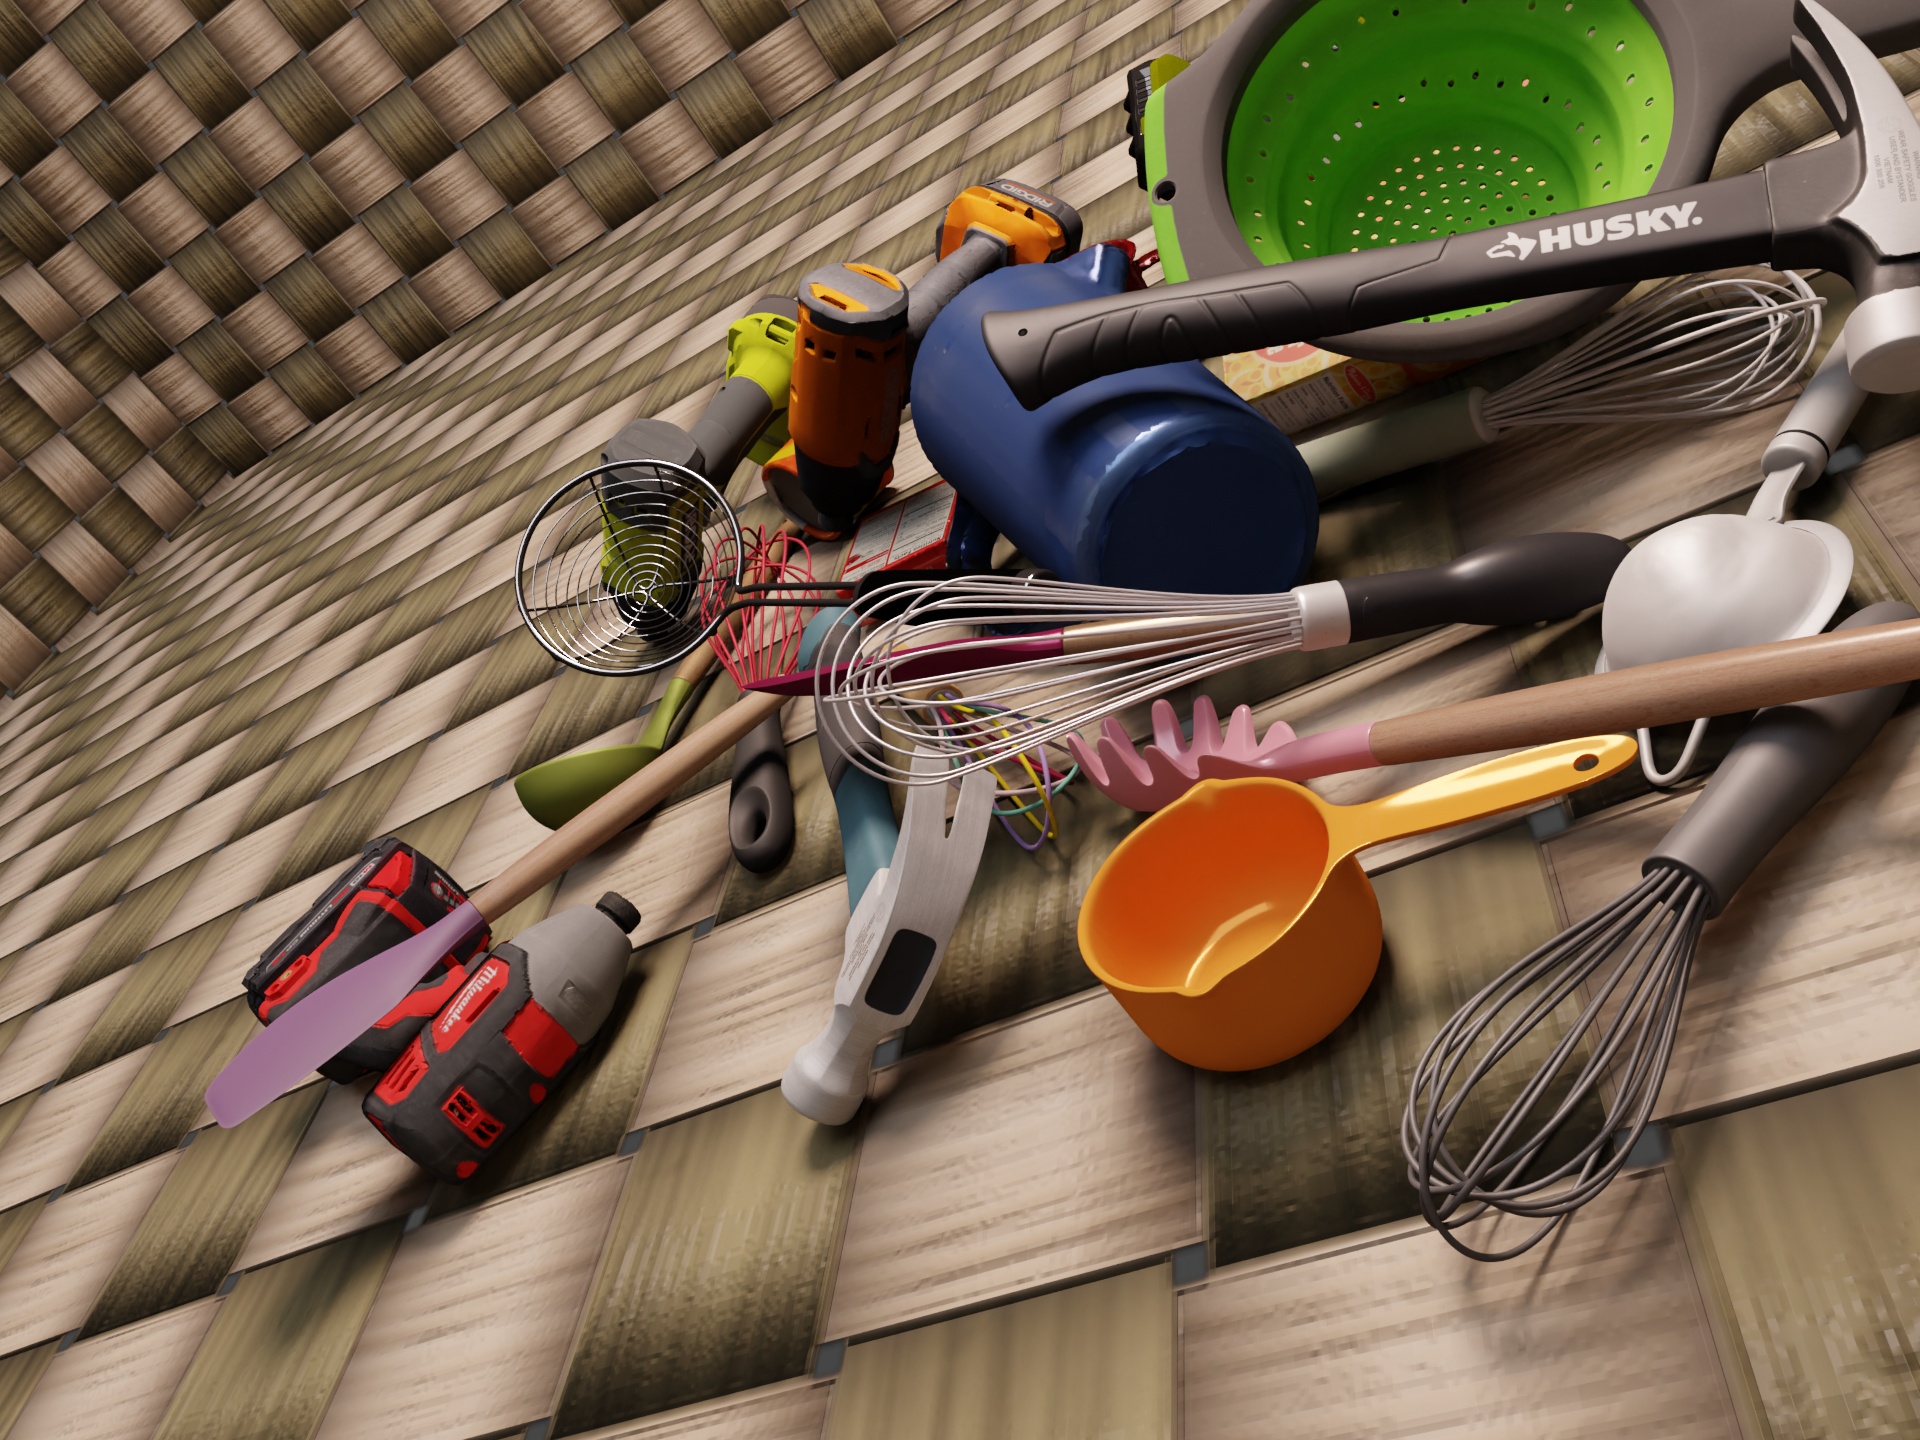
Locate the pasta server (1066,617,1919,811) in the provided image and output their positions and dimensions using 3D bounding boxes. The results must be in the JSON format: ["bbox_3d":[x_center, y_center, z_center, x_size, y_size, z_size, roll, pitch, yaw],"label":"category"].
[{"bbox_3d":[0.154,-0.004,0.503,0.060,0.040,0.316,-20,4,-40],"label":"pasta server"}]

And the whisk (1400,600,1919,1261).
[{"bbox_3d":[0.193,0.046,0.420,0.239,0.055,0.055,-42,28,-20],"label":"whisk"}]

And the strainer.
[{"bbox_3d":[0.273,-0.083,0.531,0.258,0.050,0.087,-48,15,-27],"label":"strainer"}]

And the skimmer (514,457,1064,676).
[{"bbox_3d":[-0.098,-0.074,0.761,0.363,0.090,0.127,6,68,52],"label":"skimmer"}]

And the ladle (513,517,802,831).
[{"bbox_3d":[-0.165,-0.045,0.958,0.078,0.062,0.320,-23,27,36],"label":"ladle"}]

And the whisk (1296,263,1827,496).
[{"bbox_3d":[0.224,-0.129,0.657,0.246,0.058,0.059,-14,1,42],"label":"whisk"}]

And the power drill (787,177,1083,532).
[{"bbox_3d":[-0.021,-0.218,0.957,0.084,0.164,0.226,29,47,19],"label":"power drill"}]

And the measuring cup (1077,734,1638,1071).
[{"bbox_3d":[0.123,0.052,0.481,0.173,0.052,0.095,-22,31,23],"label":"measuring cup"}]

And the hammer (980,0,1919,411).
[{"bbox_3d":[0.165,-0.166,0.584,0.335,0.035,0.146,-5,67,23],"label":"hammer"}]

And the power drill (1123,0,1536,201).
[{"bbox_3d":[0.209,-0.380,0.927,0.228,0.190,0.080,-13,79,45],"label":"power drill"}]

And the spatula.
[{"bbox_3d":[-0.199,0.071,0.724,0.316,0.018,0.060,-38,32,-23],"label":"spatula"}]

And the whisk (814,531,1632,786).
[{"bbox_3d":[0.091,-0.029,0.544,0.284,0.070,0.070,-9,30,0],"label":"whisk"}]

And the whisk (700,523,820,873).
[{"bbox_3d":[-0.108,-0.021,0.856,0.073,0.073,0.296,-29,35,14],"label":"whisk"}]

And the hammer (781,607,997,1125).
[{"bbox_3d":[-0.046,0.024,0.693,0.128,0.033,0.331,-61,19,17],"label":"hammer"}]

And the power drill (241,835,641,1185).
[{"bbox_3d":[-0.247,0.127,0.766,0.220,0.078,0.143,7,50,50],"label":"power drill"}]

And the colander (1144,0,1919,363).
[{"bbox_3d":[0.278,-0.240,0.637,0.397,0.094,0.205,-10,73,18],"label":"colander"}]

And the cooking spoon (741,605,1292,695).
[{"bbox_3d":[0.066,-0.031,0.611,0.319,0.017,0.069,-7,6,17],"label":"cooking spoon"}]

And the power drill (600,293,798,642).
[{"bbox_3d":[-0.159,-0.166,1.057,0.080,0.171,0.223,26,52,9],"label":"power drill"}]

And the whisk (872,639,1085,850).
[{"bbox_3d":[-0.001,-0.004,0.716,0.051,0.047,0.245,-54,24,3],"label":"whisk"}]
